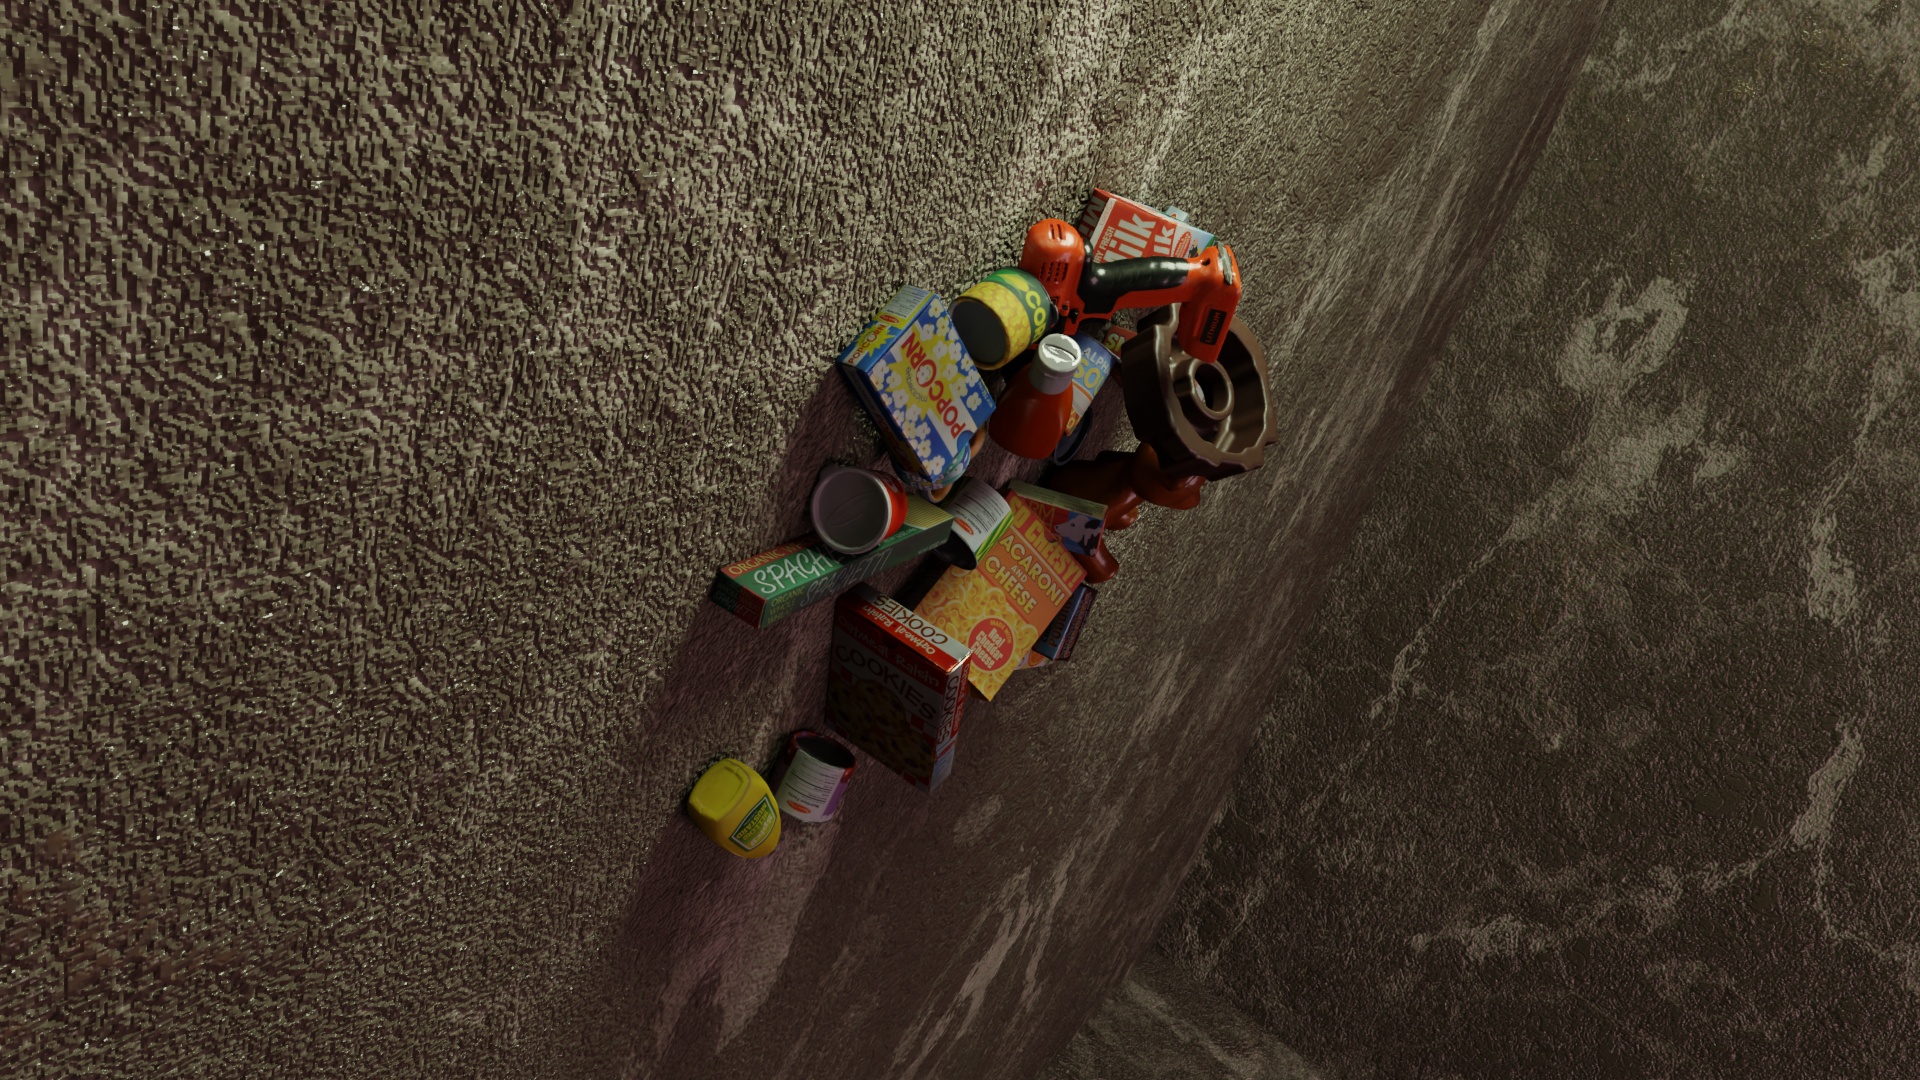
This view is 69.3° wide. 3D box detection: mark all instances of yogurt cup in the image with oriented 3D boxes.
[{"bbox_3d":[-0.076,-0.026,1.081,0.072,0.072,0.054,-65,164,15],"label":"yogurt cup"}]

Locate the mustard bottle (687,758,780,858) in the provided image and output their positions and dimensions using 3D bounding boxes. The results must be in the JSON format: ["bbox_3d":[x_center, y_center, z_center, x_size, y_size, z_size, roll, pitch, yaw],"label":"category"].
[{"bbox_3d":[-0.186,0.241,1.200,0.065,0.049,0.159,-50,155,-17],"label":"mustard bottle"}]

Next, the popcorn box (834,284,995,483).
[{"bbox_3d":[-0.032,-0.117,1.046,0.085,0.038,0.126,-52,138,-19],"label":"popcorn box"}]

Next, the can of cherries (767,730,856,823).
[{"bbox_3d":[-0.134,0.211,1.252,0.071,0.071,0.058,0,118,-64],"label":"can of cherries"}]

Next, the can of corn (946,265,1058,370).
[{"bbox_3d":[0.033,-0.176,1.106,0.058,0.071,0.070,-40,151,-36],"label":"can of corn"}]

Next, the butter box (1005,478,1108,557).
[{"bbox_3d":[0.091,-0.022,1.377,0.024,0.103,0.052,-63,166,-48],"label":"butter box"}]

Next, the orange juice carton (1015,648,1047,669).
[{"bbox_3d":[0.038,0.087,1.439,0.193,0.073,0.071,4,113,-65],"label":"orange juice carton"}]

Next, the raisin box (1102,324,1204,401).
[{"bbox_3d":[0.199,-0.174,1.430,0.040,0.086,0.123,-64,157,-2],"label":"raisin box"}]

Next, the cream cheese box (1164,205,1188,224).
[{"bbox_3d":[0.208,-0.284,1.395,0.053,0.024,0.103,-53,156,-11],"label":"cream cheese box"}]

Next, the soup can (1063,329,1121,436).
[{"bbox_3d":[0.097,-0.146,1.274,0.084,0.071,0.071,-58,157,-2],"label":"soup can"}]

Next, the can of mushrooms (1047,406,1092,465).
[{"bbox_3d":[0.100,-0.113,1.372,0.071,0.033,0.070,-44,153,-30],"label":"can of mushrooms"}]

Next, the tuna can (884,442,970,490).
[{"bbox_3d":[-0.026,-0.073,1.115,0.071,0.071,0.032,-51,156,-19],"label":"tuna can"}]

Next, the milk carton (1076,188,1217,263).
[{"bbox_3d":[0.156,-0.264,1.249,0.191,0.073,0.072,-11,128,-60],"label":"milk carton"}]

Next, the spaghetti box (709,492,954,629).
[{"bbox_3d":[-0.094,0.012,1.105,0.251,0.050,0.028,-25,138,-53],"label":"spaghetti box"}]

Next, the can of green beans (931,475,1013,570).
[{"bbox_3d":[0.005,-0.016,1.254,0.058,0.071,0.071,-49,155,-23],"label":"can of green beans"}]

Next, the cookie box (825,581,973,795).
[{"bbox_3d":[-0.058,0.133,1.233,0.040,0.123,0.166,-39,150,-40],"label":"cookie box"}]

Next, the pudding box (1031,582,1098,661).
[{"bbox_3d":[0.108,0.082,1.443,0.049,0.030,0.083,19,95,-65],"label":"pudding box"}]

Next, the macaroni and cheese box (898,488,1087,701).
[{"bbox_3d":[0.031,0.051,1.331,0.123,0.040,0.167,47,69,-22],"label":"macaroni and cheese box"}]

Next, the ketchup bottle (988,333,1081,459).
[{"bbox_3d":[0.067,-0.121,1.176,0.148,0.065,0.044,114,-2,-65],"label":"ketchup bottle"}]
